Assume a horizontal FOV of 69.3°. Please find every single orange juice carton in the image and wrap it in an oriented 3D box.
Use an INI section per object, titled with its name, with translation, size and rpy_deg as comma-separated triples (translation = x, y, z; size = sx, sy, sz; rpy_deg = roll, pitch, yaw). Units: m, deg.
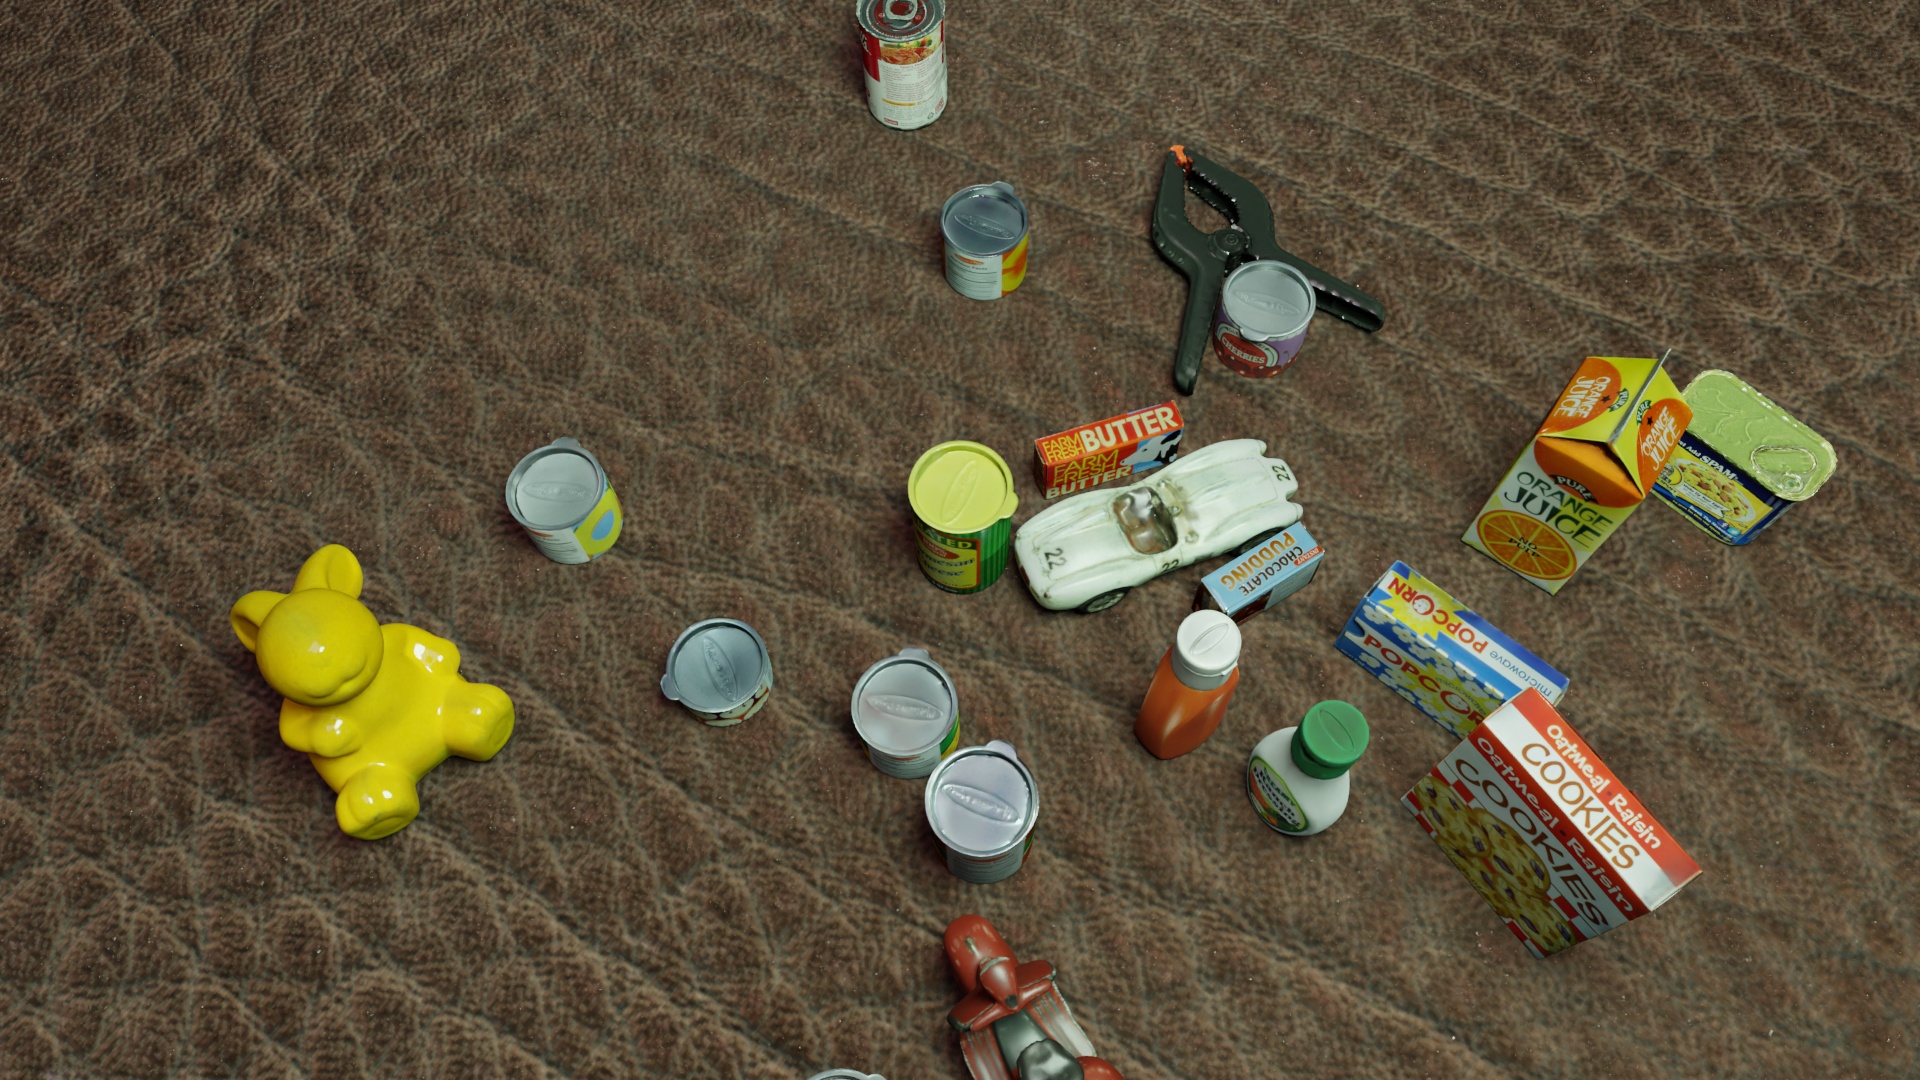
[orange juice carton]
translation = 0.393, -0.046, 0.879
size = 0.073, 0.192, 0.072
rpy_deg = 34, 70, 16

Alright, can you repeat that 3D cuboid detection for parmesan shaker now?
[parmesan shaker]
translation = 0.003, -0.012, 0.919
size = 0.071, 0.102, 0.071
rpy_deg = 0, 65, 1

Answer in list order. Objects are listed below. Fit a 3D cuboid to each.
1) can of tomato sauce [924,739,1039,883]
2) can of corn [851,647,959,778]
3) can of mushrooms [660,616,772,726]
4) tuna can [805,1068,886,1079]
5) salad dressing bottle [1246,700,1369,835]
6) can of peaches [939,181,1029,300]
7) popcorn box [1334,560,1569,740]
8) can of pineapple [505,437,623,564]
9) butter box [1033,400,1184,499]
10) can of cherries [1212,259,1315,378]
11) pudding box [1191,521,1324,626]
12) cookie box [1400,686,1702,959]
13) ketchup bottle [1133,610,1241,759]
[can of tomato sauce]
translation = 0.013, 0.166, 0.845
size = 0.071, 0.082, 0.071
rpy_deg = 0, 65, 1
[can of corn]
translation = -0.033, 0.111, 0.886
size = 0.071, 0.058, 0.071
rpy_deg = 0, 65, 1
[can of mushrooms]
translation = -0.160, 0.088, 0.913
size = 0.071, 0.033, 0.071
rpy_deg = 0, 64, 1
[tuna can]
translation = -0.067, 0.336, 0.793
size = 0.071, 0.032, 0.071
rpy_deg = 0, 64, 1
[salad dressing bottle]
translation = 0.206, 0.133, 0.821
size = 0.044, 0.147, 0.064
rpy_deg = -30, 68, -12
[can of peaches]
translation = 0.019, -0.225, 1.046
size = 0.071, 0.057, 0.071
rpy_deg = 0, 65, 1
[popcorn box]
translation = 0.308, 0.078, 0.881
size = 0.127, 0.085, 0.038
rpy_deg = 38, 71, 17
[can of pineapple]
translation = -0.270, -0.026, 0.956
size = 0.071, 0.057, 0.071
rpy_deg = 0, 65, 1
[butter box]
translation = 0.103, -0.063, 0.970
size = 0.103, 0.053, 0.024
rpy_deg = -16, 66, -7
[can of cherries]
translation = 0.218, -0.159, 1.010
size = 0.071, 0.058, 0.072
rpy_deg = 0, 65, 1
[pudding box]
translation = 0.198, 0.027, 0.927
size = 0.084, 0.049, 0.030
rpy_deg = -30, 68, -12
[cookie box]
translation = 0.329, 0.165, 0.793
size = 0.040, 0.166, 0.123
rpy_deg = -33, 68, -13
[ketchup bottle]
translation = 0.142, 0.087, 0.844
size = 0.065, 0.148, 0.043
rpy_deg = -36, 69, -15
